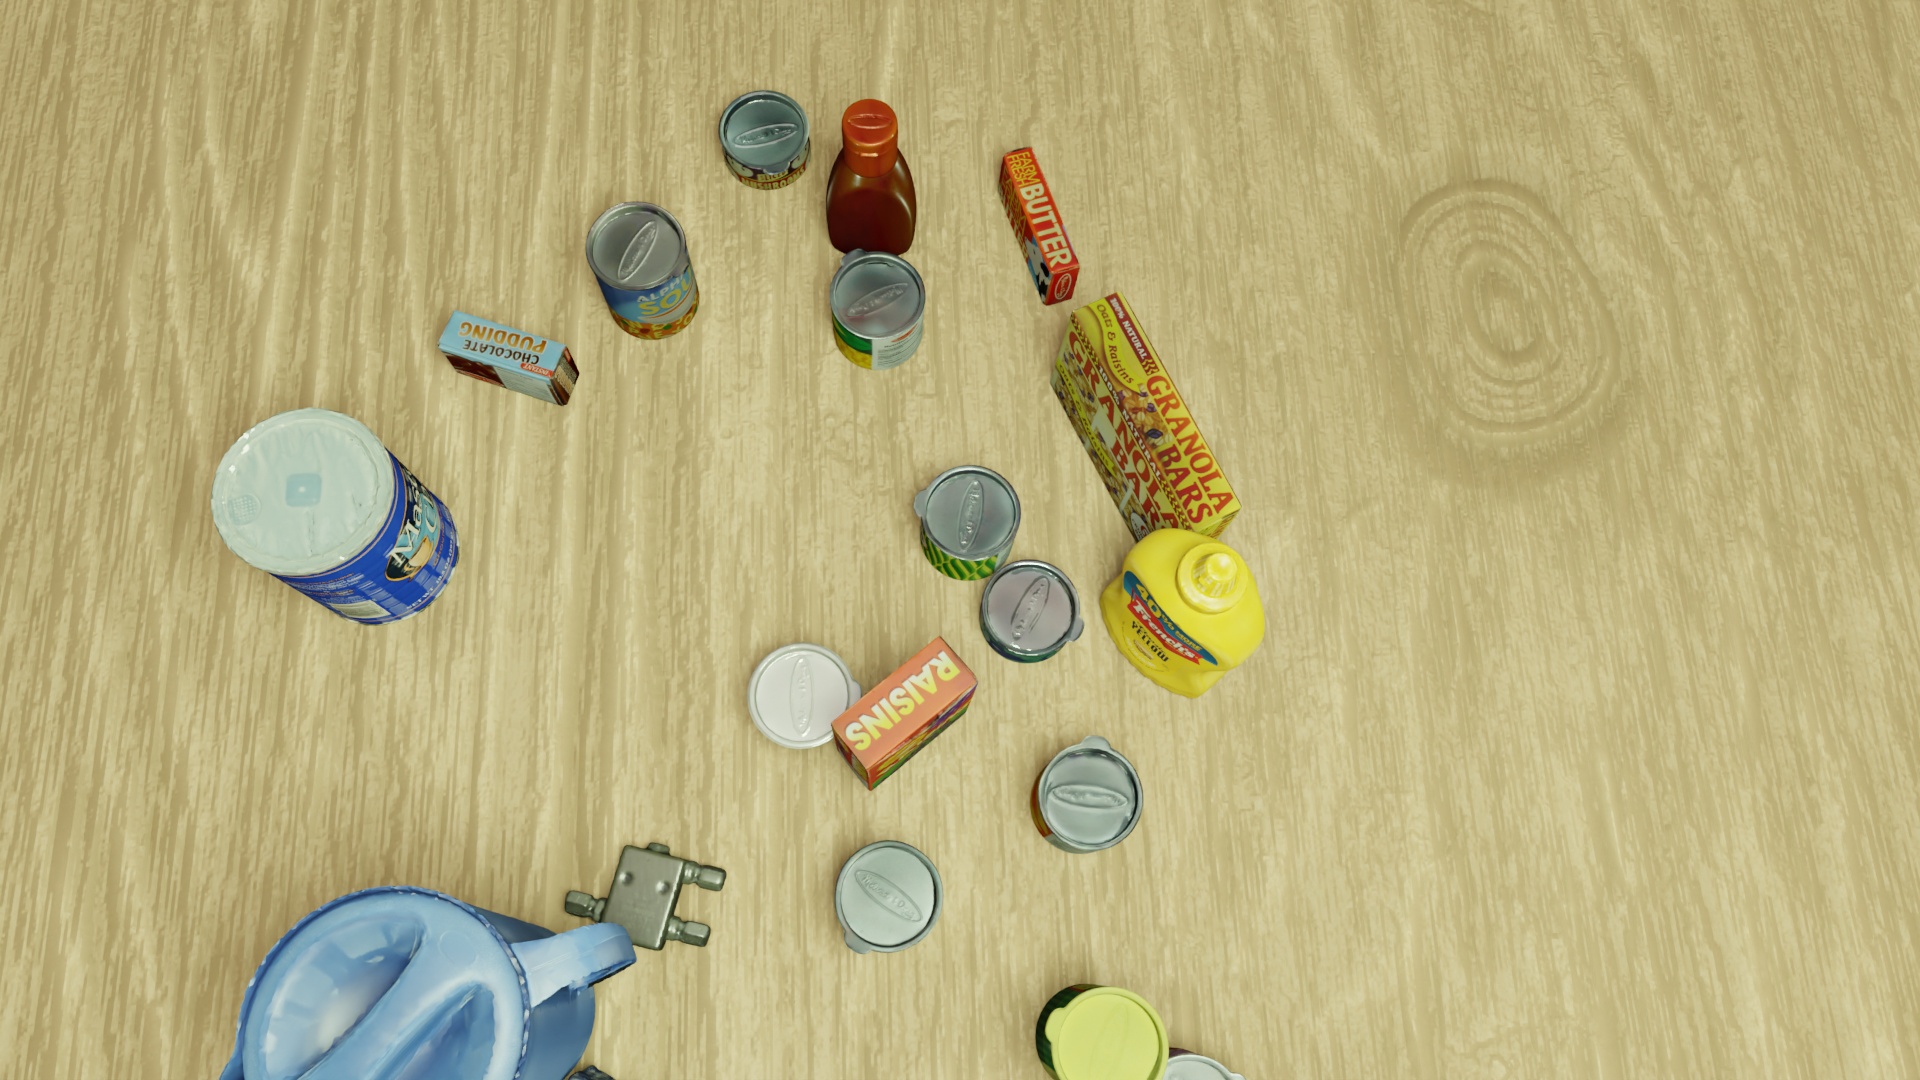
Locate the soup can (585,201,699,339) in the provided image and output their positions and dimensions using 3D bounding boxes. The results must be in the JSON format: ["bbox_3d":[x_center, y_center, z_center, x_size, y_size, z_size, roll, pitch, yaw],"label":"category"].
[{"bbox_3d":[-0.216,-0.184,0.965,0.071,0.083,0.071,1,74,-3],"label":"soup can"}]

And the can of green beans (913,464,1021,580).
[{"bbox_3d":[0.006,-0.011,0.939,0.071,0.057,0.071,1,74,-3],"label":"can of green beans"}]

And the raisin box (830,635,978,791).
[{"bbox_3d":[-0.036,0.111,0.866,0.086,0.123,0.040,-38,79,-13],"label":"raisin box"}]

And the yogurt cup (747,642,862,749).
[{"bbox_3d":[-0.102,0.104,0.901,0.072,0.053,0.072,1,74,-3],"label":"yogurt cup"}]

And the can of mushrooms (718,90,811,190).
[{"bbox_3d":[-0.144,-0.294,1.028,0.071,0.033,0.071,1,73,-3],"label":"can of mushrooms"}]

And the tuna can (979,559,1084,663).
[{"bbox_3d":[0.048,0.050,0.936,0.071,0.032,0.071,1,73,-3],"label":"tuna can"}]

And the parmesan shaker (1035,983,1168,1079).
[{"bbox_3d":[0.079,0.297,0.827,0.071,0.102,0.071,1,74,-3],"label":"parmesan shaker"}]

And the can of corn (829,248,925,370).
[{"bbox_3d":[-0.060,-0.163,0.981,0.071,0.058,0.071,1,74,-3],"label":"can of corn"}]

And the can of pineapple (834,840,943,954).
[{"bbox_3d":[-0.046,0.223,0.866,0.071,0.057,0.071,1,74,-3],"label":"can of pineapple"}]

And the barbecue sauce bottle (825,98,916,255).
[{"bbox_3d":[-0.062,-0.247,0.959,0.065,0.148,0.044,2,74,-2],"label":"barbecue sauce bottle"}]

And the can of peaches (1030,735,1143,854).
[{"bbox_3d":[0.080,0.164,0.891,0.071,0.058,0.071,1,74,-3],"label":"can of peaches"}]

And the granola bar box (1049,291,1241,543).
[{"bbox_3d":[0.120,-0.067,0.928,0.039,0.124,0.166,-24,76,-10],"label":"granola bar box"}]

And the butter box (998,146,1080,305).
[{"bbox_3d":[0.056,-0.228,1.010,0.024,0.053,0.103,-18,75,-8],"label":"butter box"}]

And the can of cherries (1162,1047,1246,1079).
[{"bbox_3d":[0.137,0.343,0.840,0.071,0.058,0.071,1,74,-3],"label":"can of cherries"}]

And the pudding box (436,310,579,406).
[{"bbox_3d":[-0.311,-0.125,0.960,0.084,0.049,0.030,17,74,2],"label":"pudding box"}]
